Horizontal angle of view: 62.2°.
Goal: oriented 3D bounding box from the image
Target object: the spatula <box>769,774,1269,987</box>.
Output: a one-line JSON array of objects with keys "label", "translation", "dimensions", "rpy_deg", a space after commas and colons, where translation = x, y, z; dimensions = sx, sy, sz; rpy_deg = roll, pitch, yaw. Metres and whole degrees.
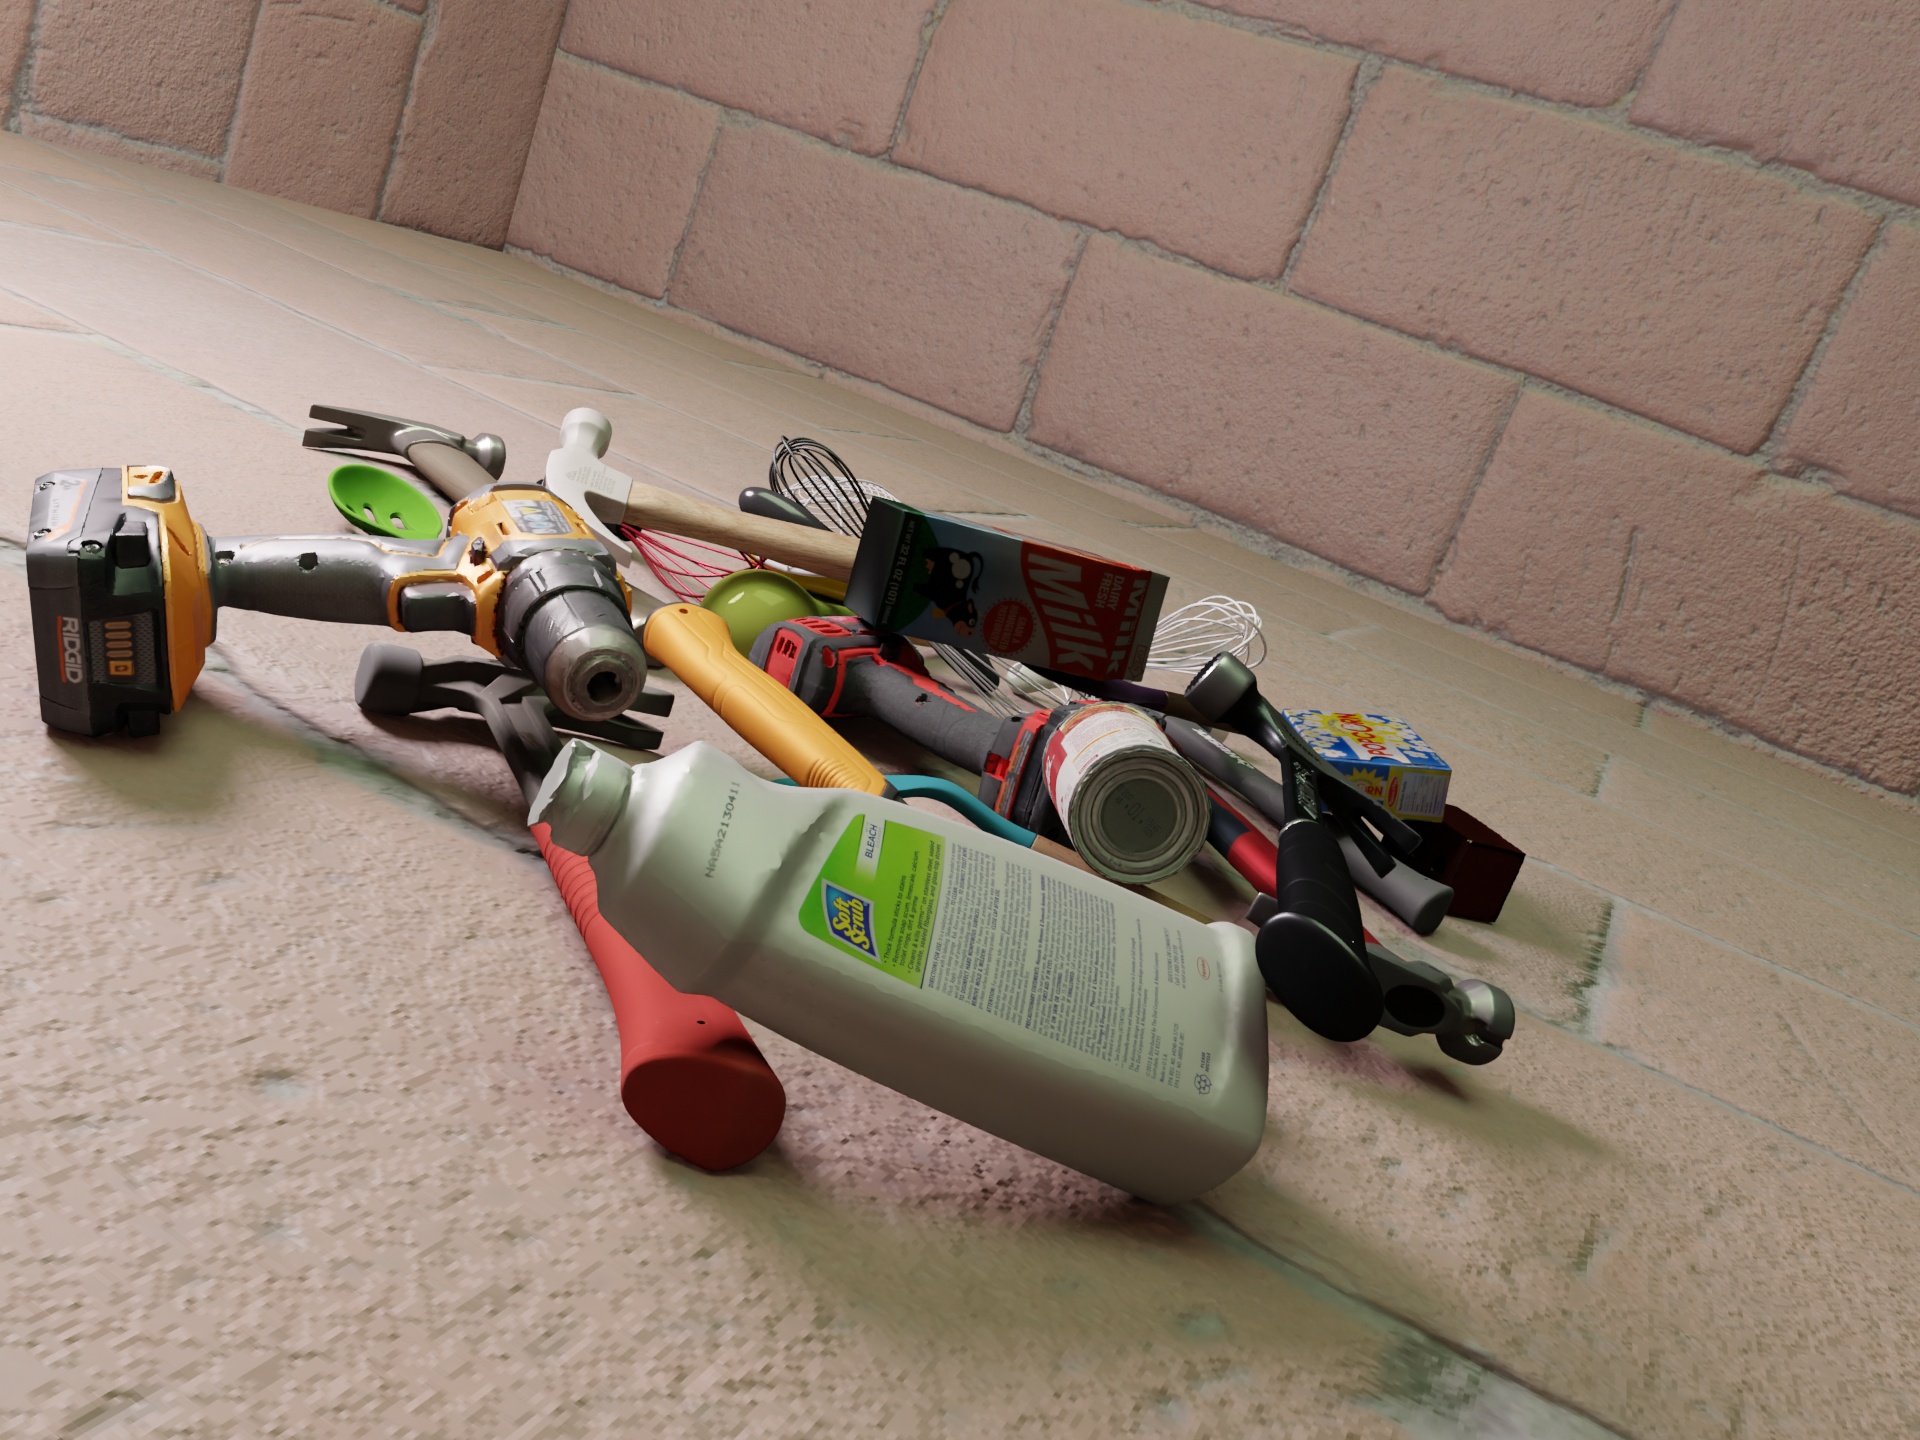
[{"label": "spatula", "translation": [0.052, 0.083, 0.773], "dimensions": [0.317, 0.044, 0.082], "rpy_deg": [26, 5, 3]}]

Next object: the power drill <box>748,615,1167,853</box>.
[{"label": "power drill", "translation": [-0.001, -0.003, 0.924], "dimensions": [0.220, 0.078, 0.143], "rpy_deg": [24, 14, 27]}]

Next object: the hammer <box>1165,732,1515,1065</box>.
[{"label": "hammer", "translation": [0.147, 0.067, 0.879], "dimensions": [0.143, 0.038, 0.387], "rpy_deg": [24, 10, -18]}]

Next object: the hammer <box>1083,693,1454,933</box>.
[{"label": "hammer", "translation": [0.206, 0.051, 1.076], "dimensions": [0.146, 0.035, 0.335], "rpy_deg": [12, 17, -32]}]

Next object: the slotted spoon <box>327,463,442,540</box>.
[{"label": "slotted spoon", "translation": [-0.287, -0.081, 0.920], "dimensions": [0.070, 0.031, 0.314], "rpy_deg": [4, 23, -46]}]

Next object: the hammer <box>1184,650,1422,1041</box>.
[{"label": "hammer", "translation": [0.154, 0.054, 0.697], "dimensions": [0.149, 0.036, 0.409], "rpy_deg": [43, 14, 1]}]

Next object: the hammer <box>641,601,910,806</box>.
[{"label": "hammer", "translation": [-0.056, 0.031, 0.704], "dimensions": [0.127, 0.034, 0.337], "rpy_deg": [-9, 34, -39]}]

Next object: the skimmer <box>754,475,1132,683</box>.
[{"label": "skimmer", "translation": [-0.001, -0.088, 1.246], "dimensions": [0.363, 0.090, 0.127], "rpy_deg": [29, 15, -37]}]

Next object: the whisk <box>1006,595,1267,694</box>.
[{"label": "whisk", "translation": [0.113, -0.043, 1.090], "dimensions": [0.059, 0.058, 0.246], "rpy_deg": [48, -31, -22]}]

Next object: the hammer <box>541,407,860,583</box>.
[{"label": "hammer", "translation": [-0.095, -0.106, 0.992], "dimensions": [0.331, 0.031, 0.130], "rpy_deg": [14, 42, -13]}]

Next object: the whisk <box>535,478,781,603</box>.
[{"label": "whisk", "translation": [-0.228, -0.135, 1.146], "dimensions": [0.073, 0.073, 0.296], "rpy_deg": [4, 14, -46]}]

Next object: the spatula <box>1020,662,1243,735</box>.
[{"label": "spatula", "translation": [0.149, -0.010, 1.081], "dimensions": [0.315, 0.018, 0.060], "rpy_deg": [12, 15, -45]}]

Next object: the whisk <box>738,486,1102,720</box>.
[{"label": "whisk", "translation": [-0.025, -0.073, 1.059], "dimensions": [0.284, 0.070, 0.070], "rpy_deg": [33, 13, -8]}]

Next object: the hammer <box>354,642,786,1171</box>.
[{"label": "hammer", "translation": [-0.135, 0.052, 0.618], "dimensions": [0.149, 0.036, 0.359], "rpy_deg": [11, 17, -31]}]

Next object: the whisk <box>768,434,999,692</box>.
[{"label": "whisk", "translation": [-0.049, -0.104, 1.104], "dimensions": [0.238, 0.055, 0.055], "rpy_deg": [48, 4, -22]}]

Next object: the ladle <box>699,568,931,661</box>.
[{"label": "ladle", "translation": [-0.071, -0.058, 1.115], "dimensions": [0.078, 0.062, 0.320], "rpy_deg": [32, 11, 25]}]

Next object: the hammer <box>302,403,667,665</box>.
[{"label": "hammer", "translation": [-0.305, -0.130, 1.056], "dimensions": [0.146, 0.038, 0.411], "rpy_deg": [5, 21, -41]}]

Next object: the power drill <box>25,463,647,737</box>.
[{"label": "power drill", "translation": [-0.246, -0.045, 0.645], "dimensions": [0.226, 0.084, 0.186], "rpy_deg": [-4, 26, -27]}]
